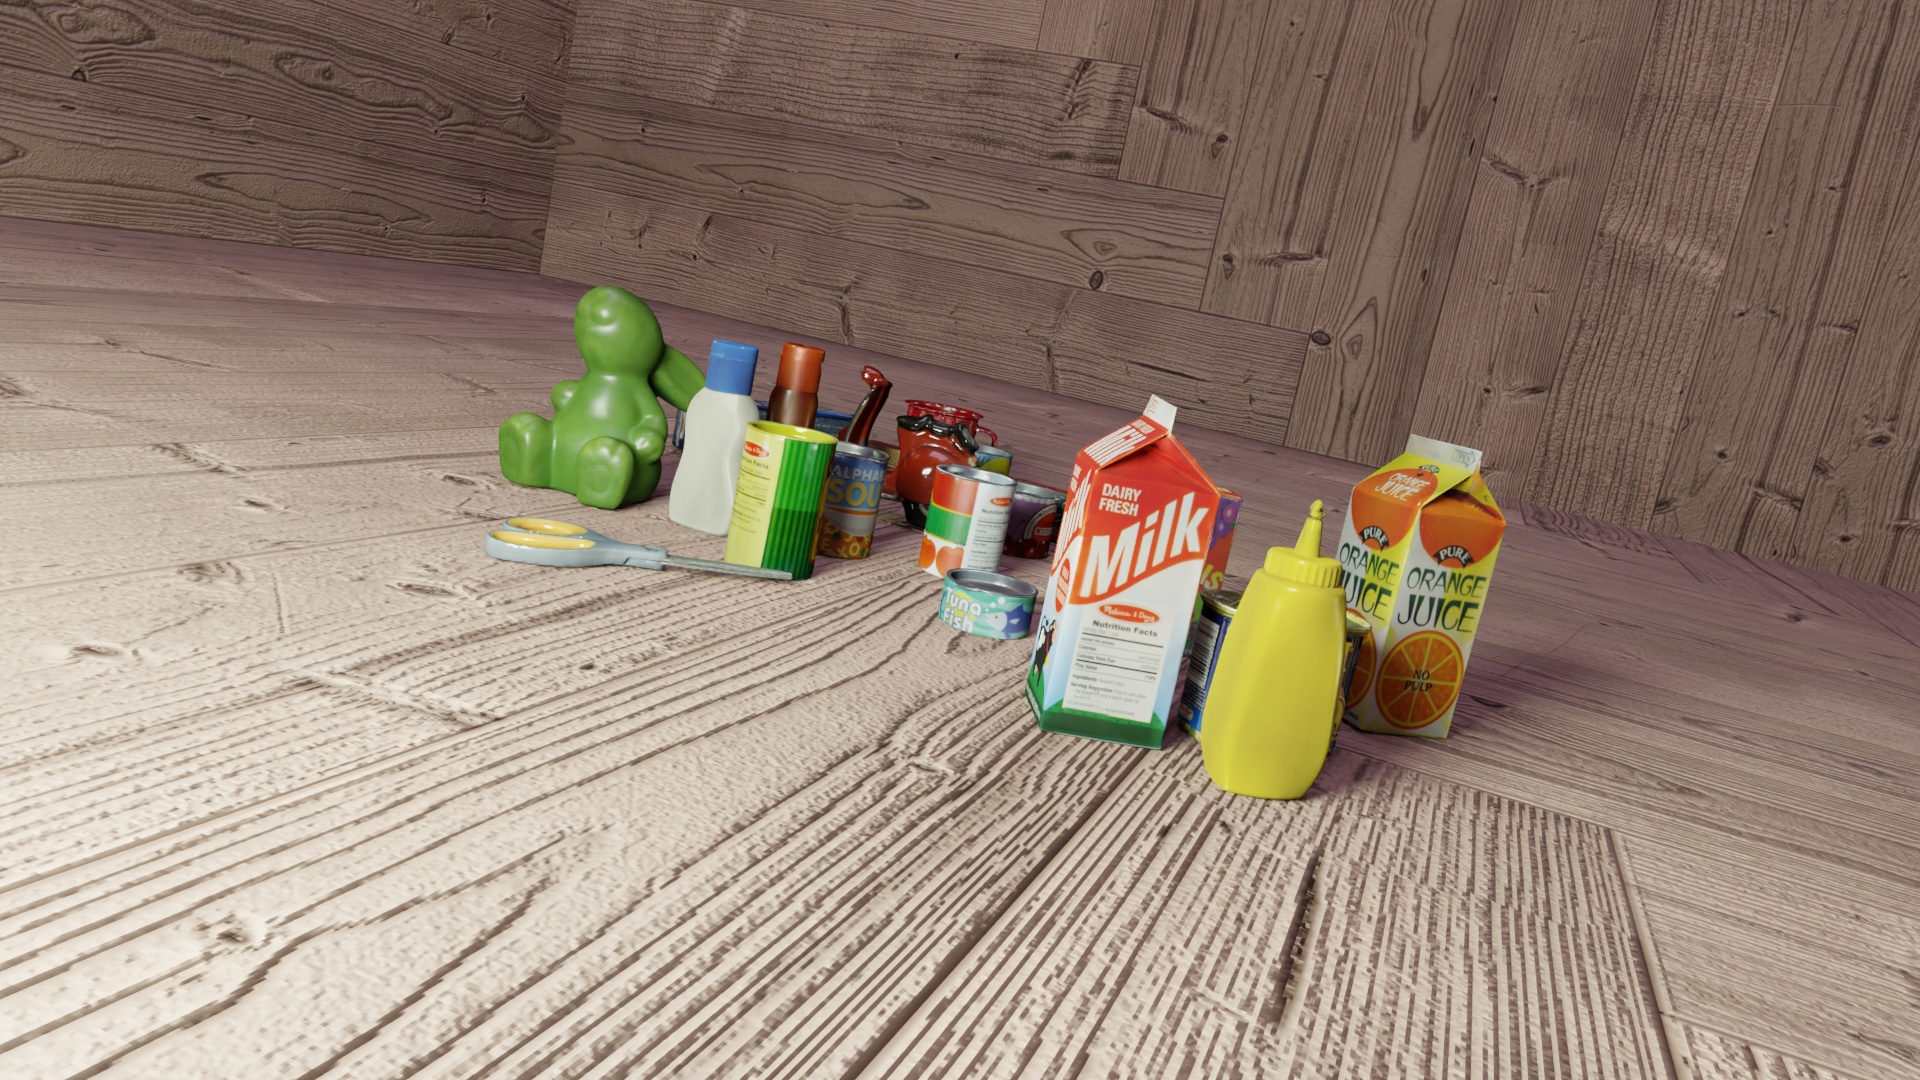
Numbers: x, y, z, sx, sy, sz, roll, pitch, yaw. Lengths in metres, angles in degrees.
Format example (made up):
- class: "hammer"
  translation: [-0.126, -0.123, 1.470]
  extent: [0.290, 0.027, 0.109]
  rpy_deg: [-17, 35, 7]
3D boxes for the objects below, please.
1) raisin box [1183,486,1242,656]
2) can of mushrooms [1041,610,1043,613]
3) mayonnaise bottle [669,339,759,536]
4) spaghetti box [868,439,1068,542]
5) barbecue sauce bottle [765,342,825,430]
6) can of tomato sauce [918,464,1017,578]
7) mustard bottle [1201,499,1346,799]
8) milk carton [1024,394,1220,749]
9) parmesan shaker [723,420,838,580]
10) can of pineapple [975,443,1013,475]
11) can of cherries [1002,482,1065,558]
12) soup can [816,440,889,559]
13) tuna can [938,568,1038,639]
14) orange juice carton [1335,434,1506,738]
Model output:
- class: "raisin box"
  translation: [0.146, 0.017, 1.003]
  extent: [0.086, 0.123, 0.040]
  rpy_deg: [10, 10, -7]
- class: "can of mushrooms"
  translation: [0.082, 0.069, 0.910]
  extent: [0.071, 0.033, 0.071]
  rpy_deg: [11, 11, -2]
- class: "mayonnaise bottle"
  translation: [-0.188, -0.081, 1.088]
  extent: [0.065, 0.147, 0.041]
  rpy_deg: [17, 11, 26]
- class: "spaghetti box"
  translation: [0.010, -0.049, 1.389]
  extent: [0.250, 0.050, 0.029]
  rpy_deg: [16, 11, 22]
- class: "barbecue sauce bottle"
  translation: [-0.148, -0.095, 1.199]
  extent: [0.044, 0.148, 0.065]
  rpy_deg: [10, 10, -7]
- class: "can of tomato sauce"
  translation: [0.004, -0.014, 1.119]
  extent: [0.071, 0.083, 0.071]
  rpy_deg: [11, 10, -2]
- class: "mustard bottle"
  translation: [0.173, 0.056, 0.736]
  extent: [0.065, 0.160, 0.049]
  rpy_deg: [9, 11, -13]
- class: "milk carton"
  translation: [0.094, 0.013, 0.789]
  extent: [0.073, 0.190, 0.072]
  rpy_deg: [11, 10, -6]
- class: "parmesan shaker"
  translation: [-0.131, -0.029, 1.003]
  extent: [0.071, 0.103, 0.071]
  rpy_deg: [11, 10, -2]
- class: "can of pineapple"
  translation: [0.018, -0.072, 1.494]
  extent: [0.071, 0.057, 0.071]
  rpy_deg: [11, 11, -2]
- class: "can of cherries"
  translation: [0.055, -0.019, 1.262]
  extent: [0.071, 0.058, 0.071]
  rpy_deg: [11, 11, -2]
- class: "soup can"
  translation: [-0.095, -0.033, 1.108]
  extent: [0.071, 0.083, 0.071]
  rpy_deg: [11, 10, -2]
- class: "tuna can"
  translation: [0.018, 0.044, 0.969]
  extent: [0.071, 0.032, 0.071]
  rpy_deg: [11, 11, -2]
- class: "orange juice carton"
  translation: [0.298, 0.028, 0.924]
  extent: [0.073, 0.192, 0.072]
  rpy_deg: [8, 11, -21]
